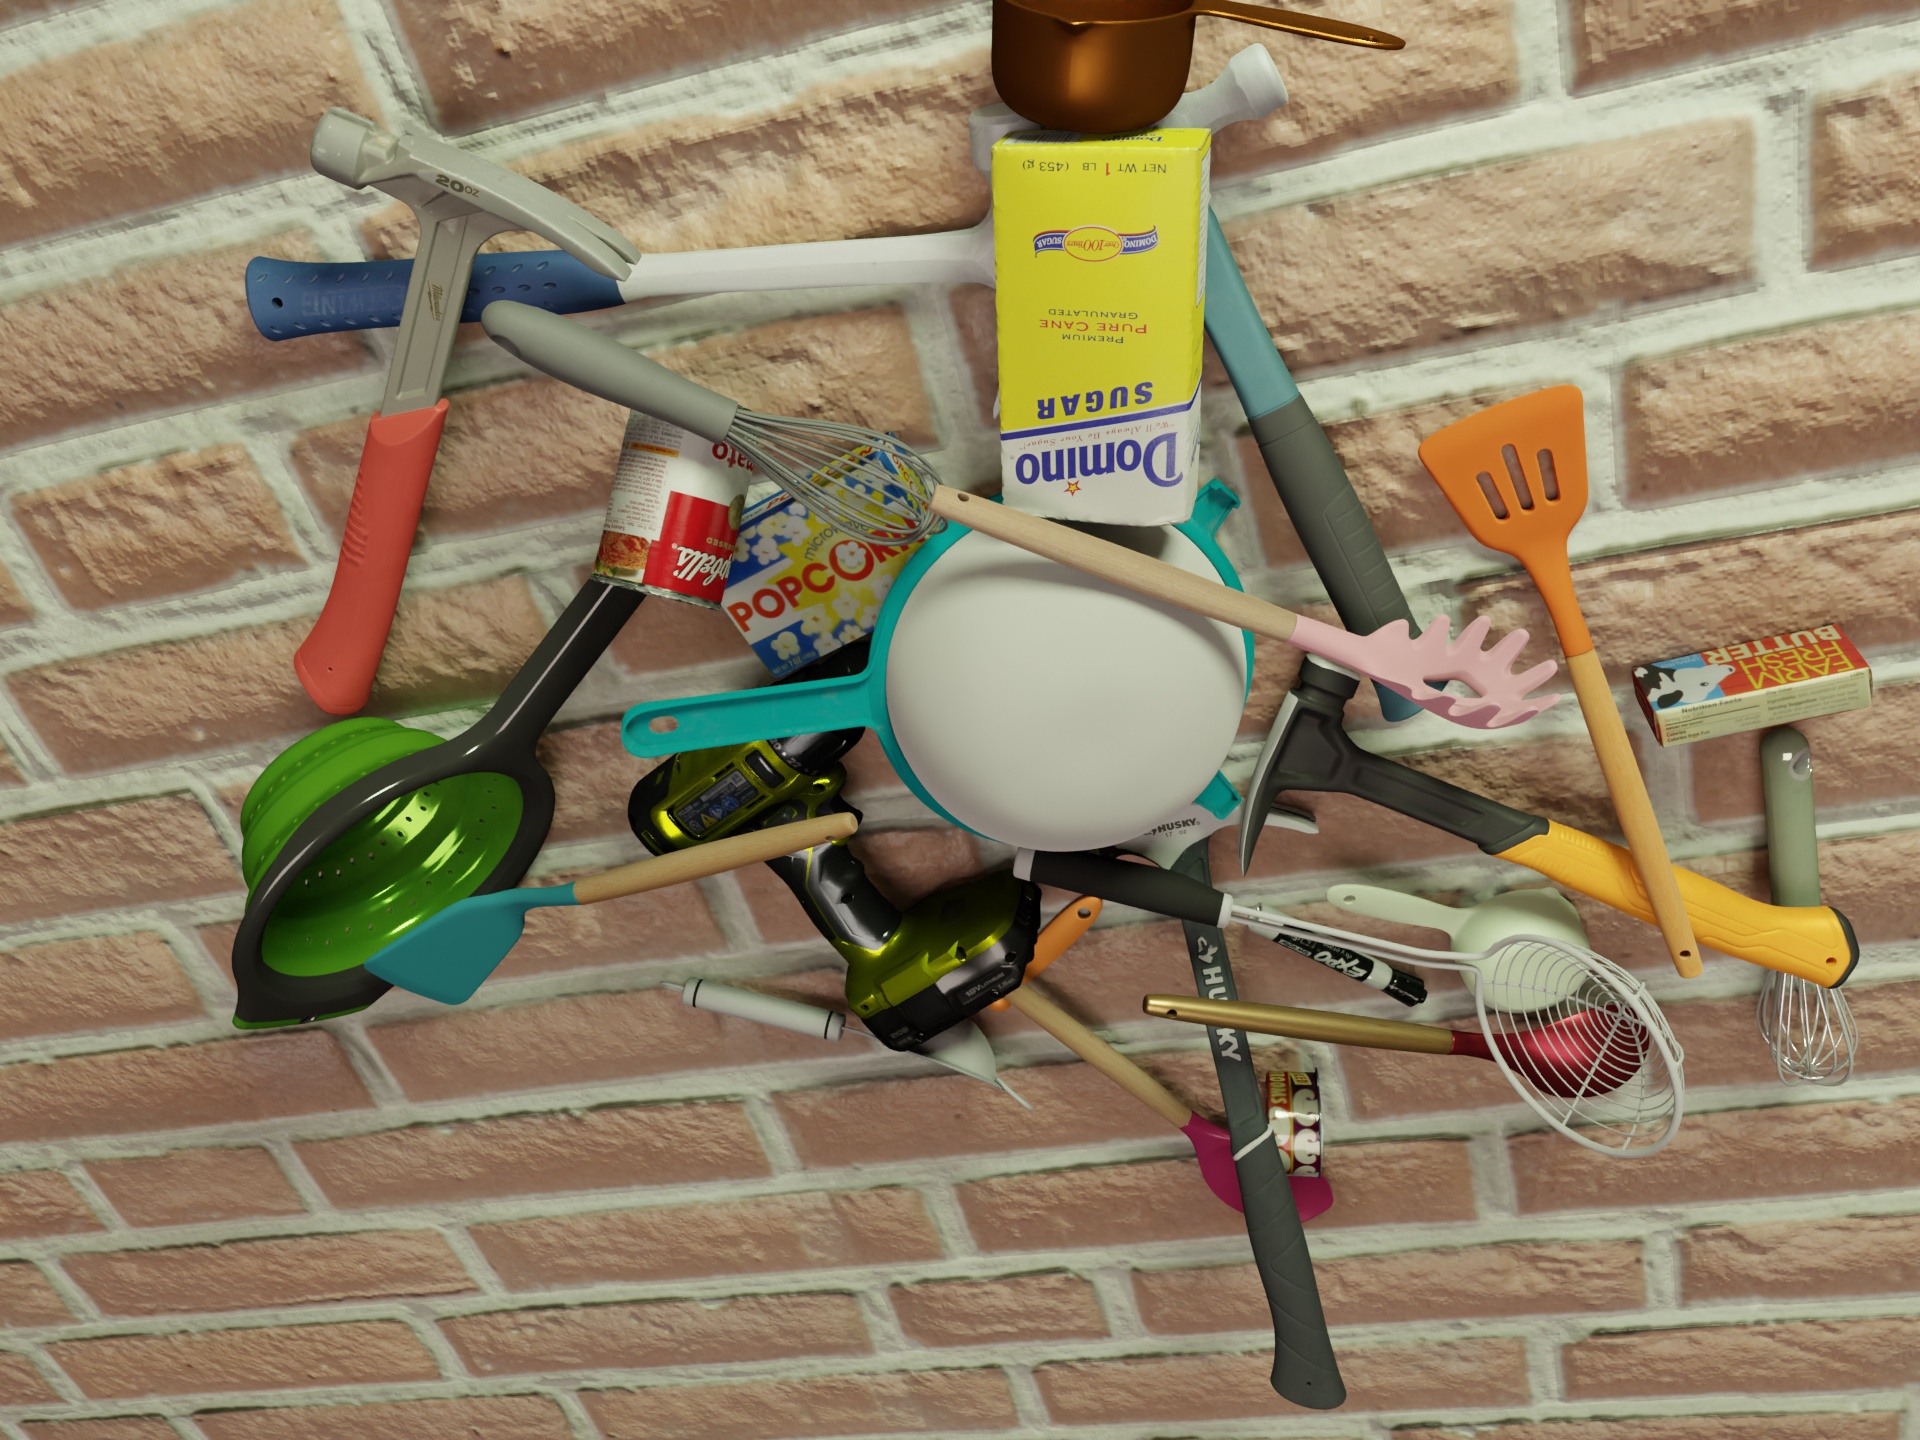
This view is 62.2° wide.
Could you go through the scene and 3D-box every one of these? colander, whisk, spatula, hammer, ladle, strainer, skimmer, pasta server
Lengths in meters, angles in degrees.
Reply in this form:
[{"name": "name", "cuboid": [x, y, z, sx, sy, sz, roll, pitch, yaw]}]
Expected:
[{"name": "colander", "cuboid": [-0.298, 0.005, 0.913, 0.095, 0.204, 0.397, 45, 105, 19]}, {"name": "whisk", "cuboid": [-0.112, -0.142, 0.757, 0.238, 0.055, 0.055, 22, 123, -17]}, {"name": "spatula", "cuboid": [0.326, -0.011, 0.817, 0.081, 0.041, 0.322, -20, 98, 19]}, {"name": "hammer", "cuboid": [0.160, -0.142, 0.775, 0.128, 0.033, 0.330, -23, 110, 22]}, {"name": "hammer", "cuboid": [-0.286, -0.129, 0.833, 0.149, 0.037, 0.359, 23, 130, -10]}, {"name": "spatula", "cuboid": [-0.198, 0.105, 0.919, 0.317, 0.044, 0.082, -16, 146, 23]}, {"name": "hammer", "cuboid": [-0.157, -0.215, 0.790, 0.405, 0.035, 0.144, -1, 121, 9]}, {"name": "ladle", "cuboid": [0.258, 0.181, 0.920, 0.315, 0.031, 0.069, 8, 116, -9]}, {"name": "strainer", "cuboid": [-0.001, -0.003, 0.808, 0.340, 0.095, 0.210, -8, 114, -8]}, {"name": "hammer", "cuboid": [0.322, 0.079, 0.869, 0.337, 0.034, 0.127, 21, 104, 1]}, {"name": "hammer", "cuboid": [0.177, 0.236, 0.962, 0.149, 0.036, 0.409, -13, 102, 12]}, {"name": "strainer", "cuboid": [-0.073, 0.199, 1.035, 0.258, 0.050, 0.086, 12, 167, 7]}, {"name": "whisk", "cuboid": [0.474, 0.111, 0.902, 0.058, 0.059, 0.246, -27, 116, -18]}, {"name": "skimmer", "cuboid": [0.198, 0.140, 0.861, 0.363, 0.090, 0.127, 13, 137, 10]}, {"name": "pasta server", "cuboid": [0.137, -0.058, 0.762, 0.316, 0.060, 0.040, 19, 138, -8]}]

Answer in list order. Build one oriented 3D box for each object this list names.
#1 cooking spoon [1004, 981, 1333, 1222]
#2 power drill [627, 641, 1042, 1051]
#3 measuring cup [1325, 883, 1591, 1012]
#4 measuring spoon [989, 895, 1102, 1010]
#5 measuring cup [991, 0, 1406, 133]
[{"name": "cooking spoon", "cuboid": [0.129, 0.246, 1.039, 0.318, 0.017, 0.068, 39, 120, -21]}, {"name": "power drill", "cuboid": [-0.057, 0.072, 0.933, 0.190, 0.080, 0.228, -34, 109, 26]}, {"name": "measuring cup", "cuboid": [0.289, 0.128, 0.922, 0.167, 0.038, 0.083, 15, 125, -15]}, {"name": "measuring spoon", "cuboid": [0.052, 0.148, 1.002, 0.021, 0.011, 0.117, 33, 120, -13]}, {"name": "measuring cup", "cuboid": [0.096, -0.279, 0.676, 0.173, 0.095, 0.052, 13, 132, 9]}]
